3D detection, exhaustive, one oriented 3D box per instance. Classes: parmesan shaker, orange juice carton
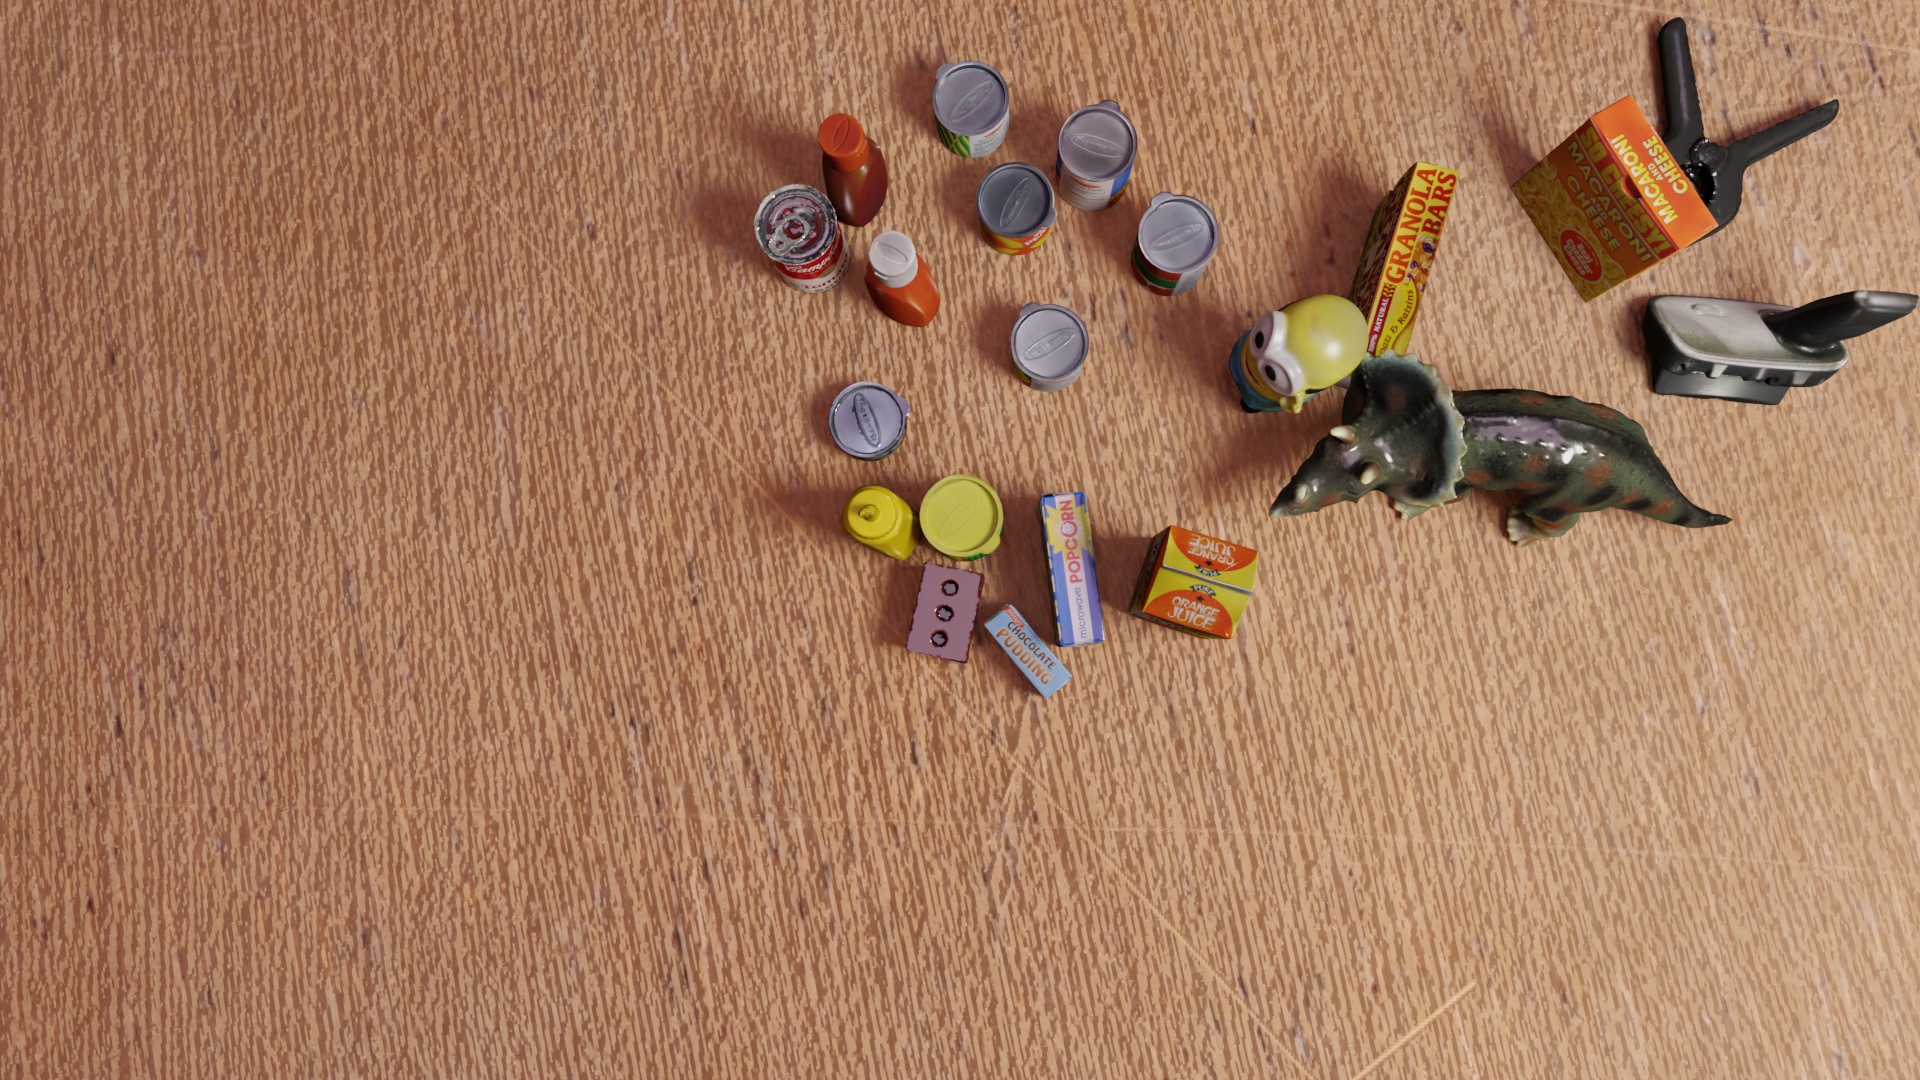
[{"bbox_3d":[0.004,-0.015,1.157,0.071,0.103,0.071,0,86,2],"label":"parmesan shaker"},{"bbox_3d":[0.183,0.034,1.102,0.072,0.192,0.073,18,87,3],"label":"orange juice carton"}]

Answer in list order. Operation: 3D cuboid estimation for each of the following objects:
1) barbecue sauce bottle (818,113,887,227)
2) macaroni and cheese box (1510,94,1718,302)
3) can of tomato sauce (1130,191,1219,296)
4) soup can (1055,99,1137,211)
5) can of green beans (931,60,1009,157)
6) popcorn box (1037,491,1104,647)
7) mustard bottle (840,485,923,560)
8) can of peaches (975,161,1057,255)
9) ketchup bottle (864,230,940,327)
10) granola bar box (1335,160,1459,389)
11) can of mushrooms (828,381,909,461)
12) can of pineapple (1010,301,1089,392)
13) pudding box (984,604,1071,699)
[{"bbox_3d":[-0.091,-0.313,1.161,0.044,0.148,0.065,22,87,3],"label":"barbecue sauce bottle"},{"bbox_3d":[0.525,-0.272,1.129,0.040,0.166,0.124,-31,85,0],"label":"macaroni and cheese box"},{"bbox_3d":[0.179,-0.250,1.180,0.071,0.083,0.071,0,86,2],"label":"can of tomato sauce"},{"bbox_3d":[0.116,-0.328,1.188,0.071,0.083,0.071,0,86,2],"label":"soup can"},{"bbox_3d":[0.010,-0.374,1.209,0.071,0.058,0.071,0,86,2],"label":"can of green beans"},{"bbox_3d":[0.091,0.026,1.160,0.038,0.085,0.126,-7,85,1],"label":"popcorn box"},{"bbox_3d":[-0.066,-0.017,1.130,0.065,0.160,0.049,27,87,4],"label":"mustard bottle"},{"bbox_3d":[0.049,-0.284,1.200,0.071,0.058,0.071,0,86,2],"label":"can of peaches"},{"bbox_3d":[-0.051,-0.218,1.152,0.065,0.148,0.043,30,88,4],"label":"ketchup bottle"},{"bbox_3d":[0.354,-0.214,1.151,0.039,0.124,0.165,17,86,3],"label":"granola bar box"},{"bbox_3d":[-0.077,-0.103,1.201,0.071,0.033,0.071,0,85,2],"label":"can of mushrooms"},{"bbox_3d":[0.075,-0.166,1.189,0.071,0.058,0.071,0,86,2],"label":"can of pineapple"},{"bbox_3d":[0.057,0.093,1.173,0.030,0.049,0.084,-40,85,-1],"label":"pudding box"}]
